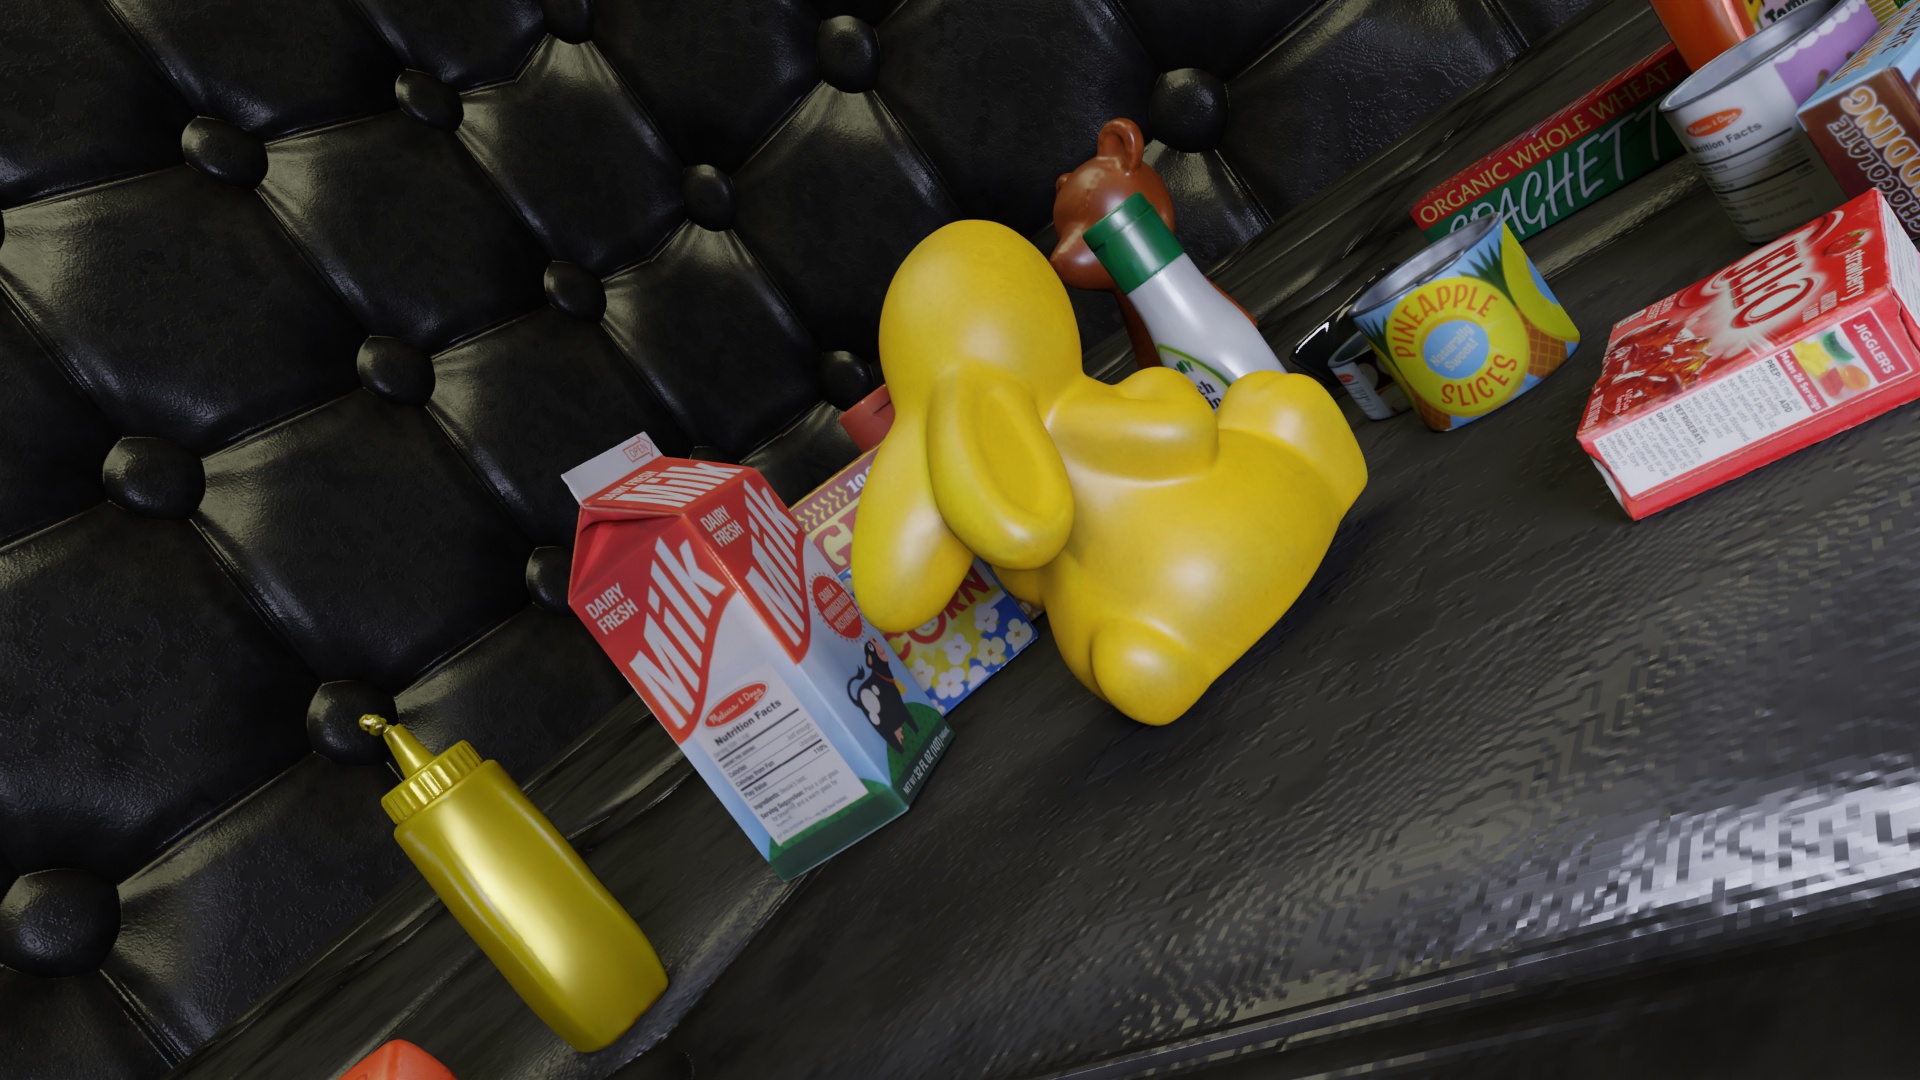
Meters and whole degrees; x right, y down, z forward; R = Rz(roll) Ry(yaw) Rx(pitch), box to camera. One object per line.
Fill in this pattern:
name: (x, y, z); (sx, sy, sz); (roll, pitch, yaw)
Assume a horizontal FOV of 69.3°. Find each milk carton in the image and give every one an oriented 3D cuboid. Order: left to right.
milk carton: (-0.093, 0.039, 0.590); (0.073, 0.190, 0.072); (-34, 6, 23)

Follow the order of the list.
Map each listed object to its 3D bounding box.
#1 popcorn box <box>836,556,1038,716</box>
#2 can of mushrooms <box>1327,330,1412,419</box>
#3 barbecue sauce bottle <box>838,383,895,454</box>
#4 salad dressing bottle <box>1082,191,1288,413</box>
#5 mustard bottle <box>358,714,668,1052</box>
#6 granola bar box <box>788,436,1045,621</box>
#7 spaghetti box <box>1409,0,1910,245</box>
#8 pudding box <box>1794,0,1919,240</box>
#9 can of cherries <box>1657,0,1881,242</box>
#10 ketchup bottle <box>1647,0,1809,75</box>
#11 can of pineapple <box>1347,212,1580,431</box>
popcorn box: (-0.037, 0.052, 0.678); (0.127, 0.085, 0.038); (-39, 6, -18)
can of mushrooms: (0.203, -0.086, 0.620); (0.071, 0.033, 0.071); (-36, 6, 4)
barbecue sauce bottle: (-0.013, -0.022, 0.812); (0.065, 0.148, 0.043); (-40, 6, -28)
salad dressing bottle: (0.118, -0.103, 0.692); (0.044, 0.147, 0.064); (-38, 6, -14)
mustard bottle: (-0.182, 0.129, 0.553); (0.049, 0.160, 0.065); (-40, 7, -34)
granola bar box: (0.003, -0.009, 0.738); (0.166, 0.124, 0.039); (-37, 5, -8)
spaghetti box: (0.346, -0.215, 0.716); (0.029, 0.050, 0.249); (-41, 7, -40)
pudding box: (0.282, -0.127, 0.399); (0.084, 0.049, 0.030); (-40, 6, -27)
can of cherries: (0.286, -0.145, 0.472); (0.071, 0.058, 0.071); (-36, 6, 4)
ketchup bottle: (0.312, -0.233, 0.573); (0.065, 0.148, 0.043); (-39, 6, -25)
can of pineapple: (0.193, -0.083, 0.534); (0.071, 0.058, 0.071); (-36, 6, 4)
